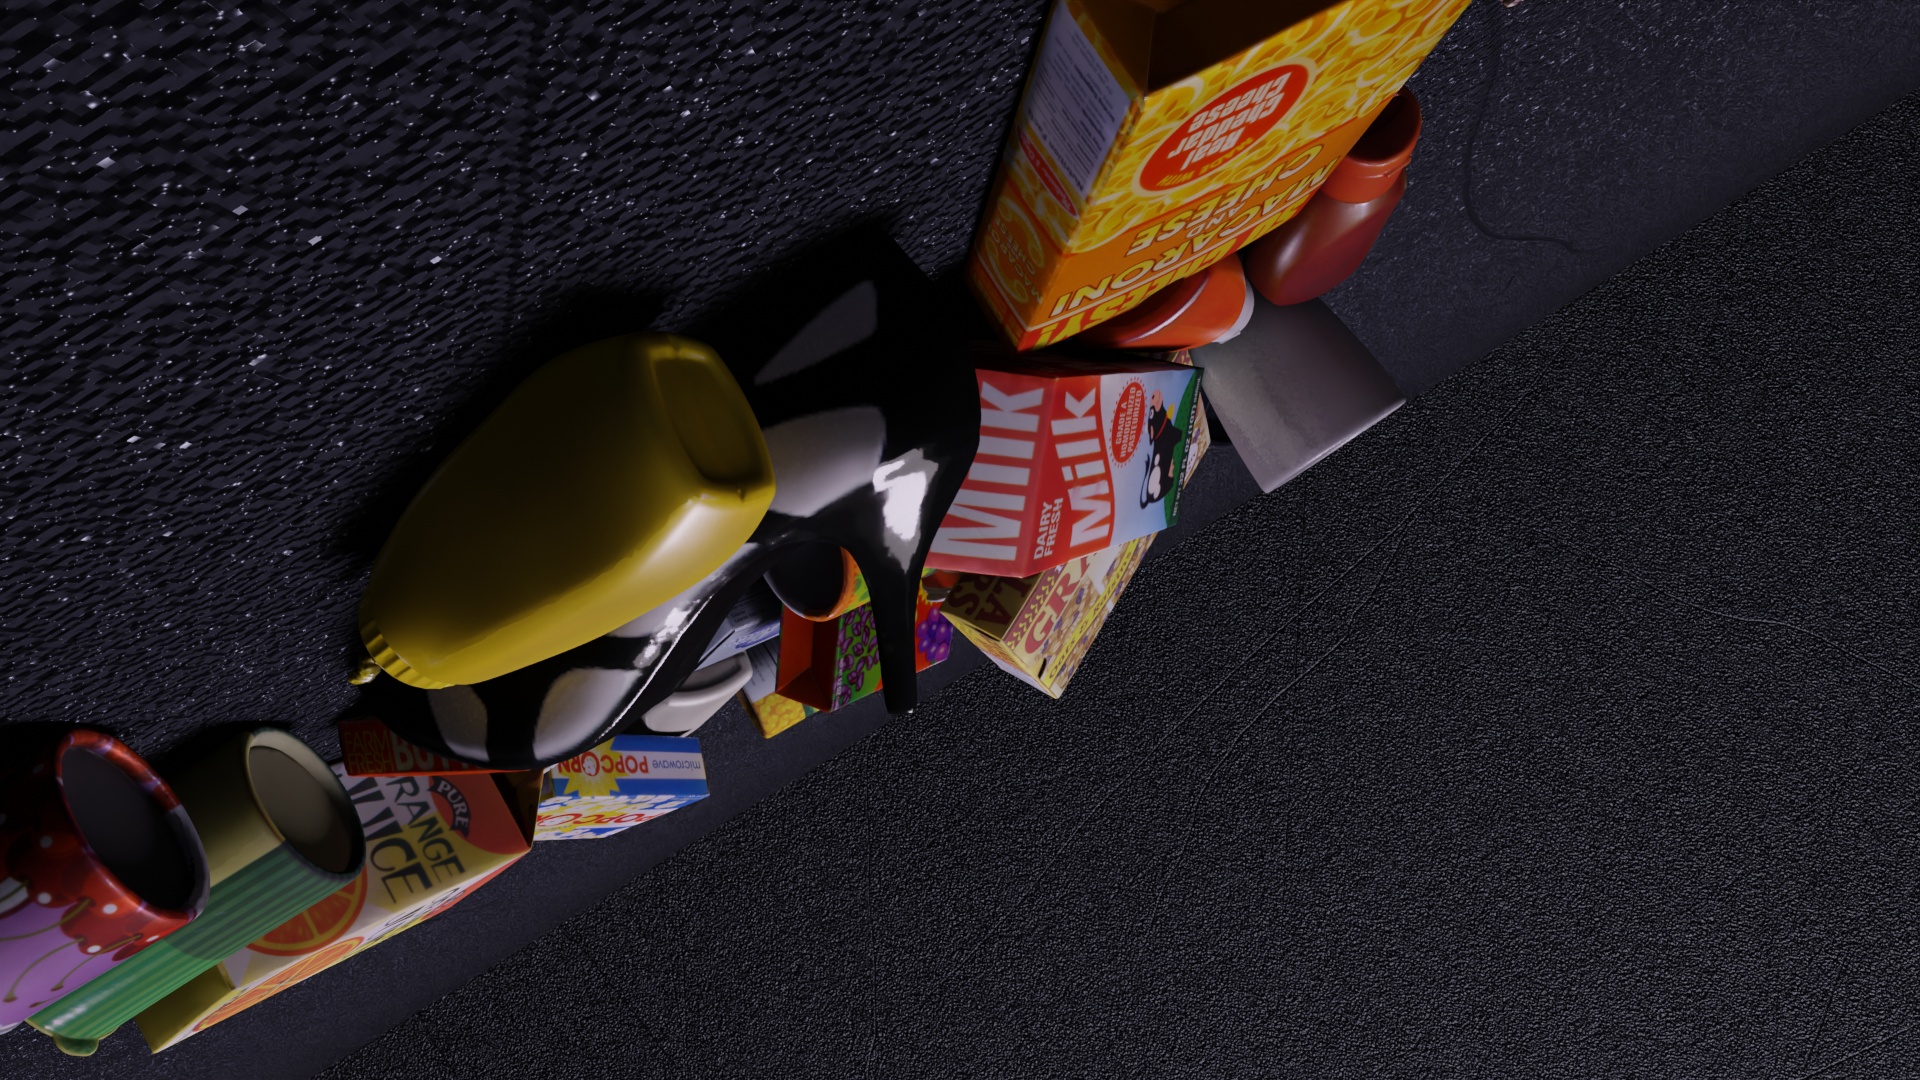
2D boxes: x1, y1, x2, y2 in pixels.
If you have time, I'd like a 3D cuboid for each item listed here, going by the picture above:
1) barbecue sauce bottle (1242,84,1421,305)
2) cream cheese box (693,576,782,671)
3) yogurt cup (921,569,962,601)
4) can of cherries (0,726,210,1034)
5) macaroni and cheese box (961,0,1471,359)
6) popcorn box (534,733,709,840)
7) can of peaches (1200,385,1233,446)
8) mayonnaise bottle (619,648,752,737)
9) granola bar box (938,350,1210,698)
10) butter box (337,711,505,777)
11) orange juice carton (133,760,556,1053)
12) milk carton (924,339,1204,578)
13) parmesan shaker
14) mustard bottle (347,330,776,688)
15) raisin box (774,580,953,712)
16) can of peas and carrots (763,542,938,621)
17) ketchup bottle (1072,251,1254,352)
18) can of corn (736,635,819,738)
[{"bbox_3d":[0.157,-0.144,0.579,0.065,0.044,0.148,-35,172,0],"label":"barbecue sauce bottle"},{"bbox_3d":[-0.104,0.036,0.770,0.104,0.024,0.053,-23,169,-45],"label":"cream cheese box"},{"bbox_3d":[0.003,-0.009,0.727,0.072,0.053,0.072,-21,-165,6],"label":"yogurt cup"},{"bbox_3d":[-0.260,0.093,0.391,0.058,0.071,0.071,-31,172,-7],"label":"can of cherries"},{"bbox_3d":[0.072,-0.122,0.407,0.124,0.040,0.166,-29,171,-14],"label":"macaroni and cheese box"},{"bbox_3d":[-0.214,0.138,0.775,0.085,0.038,0.126,-23,160,24],"label":"popcorn box"},{"bbox_3d":[0.173,-0.092,0.859,0.071,0.071,0.058,-36,172,29],"label":"can of peaches"},{"bbox_3d":[-0.175,0.097,0.823,0.065,0.041,0.147,-17,166,-35],"label":"mayonnaise bottle"},{"bbox_3d":[0.063,-0.011,0.689,0.166,0.039,0.124,-58,157,-8],"label":"granola bar box"},{"bbox_3d":[-0.187,0.072,0.540,0.103,0.024,0.053,-7,-174,29],"label":"butter box"},{"bbox_3d":[-0.268,0.141,0.619,0.071,0.073,0.193,-36,171,29],"label":"orange juice carton"},{"bbox_3d":[0.022,-0.036,0.528,0.191,0.073,0.072,-14,116,-60],"label":"milk carton"},{"bbox_3d":[-0.271,0.121,0.487,0.103,0.071,0.071,-31,172,-2],"label":"parmesan shaker"},{"bbox_3d":[-0.122,0.003,0.381,0.159,0.065,0.049,-30,169,30],"label":"mustard bottle"},{"bbox_3d":[-0.047,0.034,0.757,0.040,0.086,0.124,13,-166,27],"label":"raisin box"},{"bbox_3d":[-0.045,-0.008,0.575,0.059,0.071,0.070,-24,169,-40],"label":"can of peas and carrots"},{"bbox_3d":[0.091,-0.103,0.581,0.064,0.043,0.149,-27,174,23],"label":"ketchup bottle"},{"bbox_3d":[-0.112,0.084,0.872,0.058,0.071,0.071,-28,171,-16],"label":"can of corn"}]
